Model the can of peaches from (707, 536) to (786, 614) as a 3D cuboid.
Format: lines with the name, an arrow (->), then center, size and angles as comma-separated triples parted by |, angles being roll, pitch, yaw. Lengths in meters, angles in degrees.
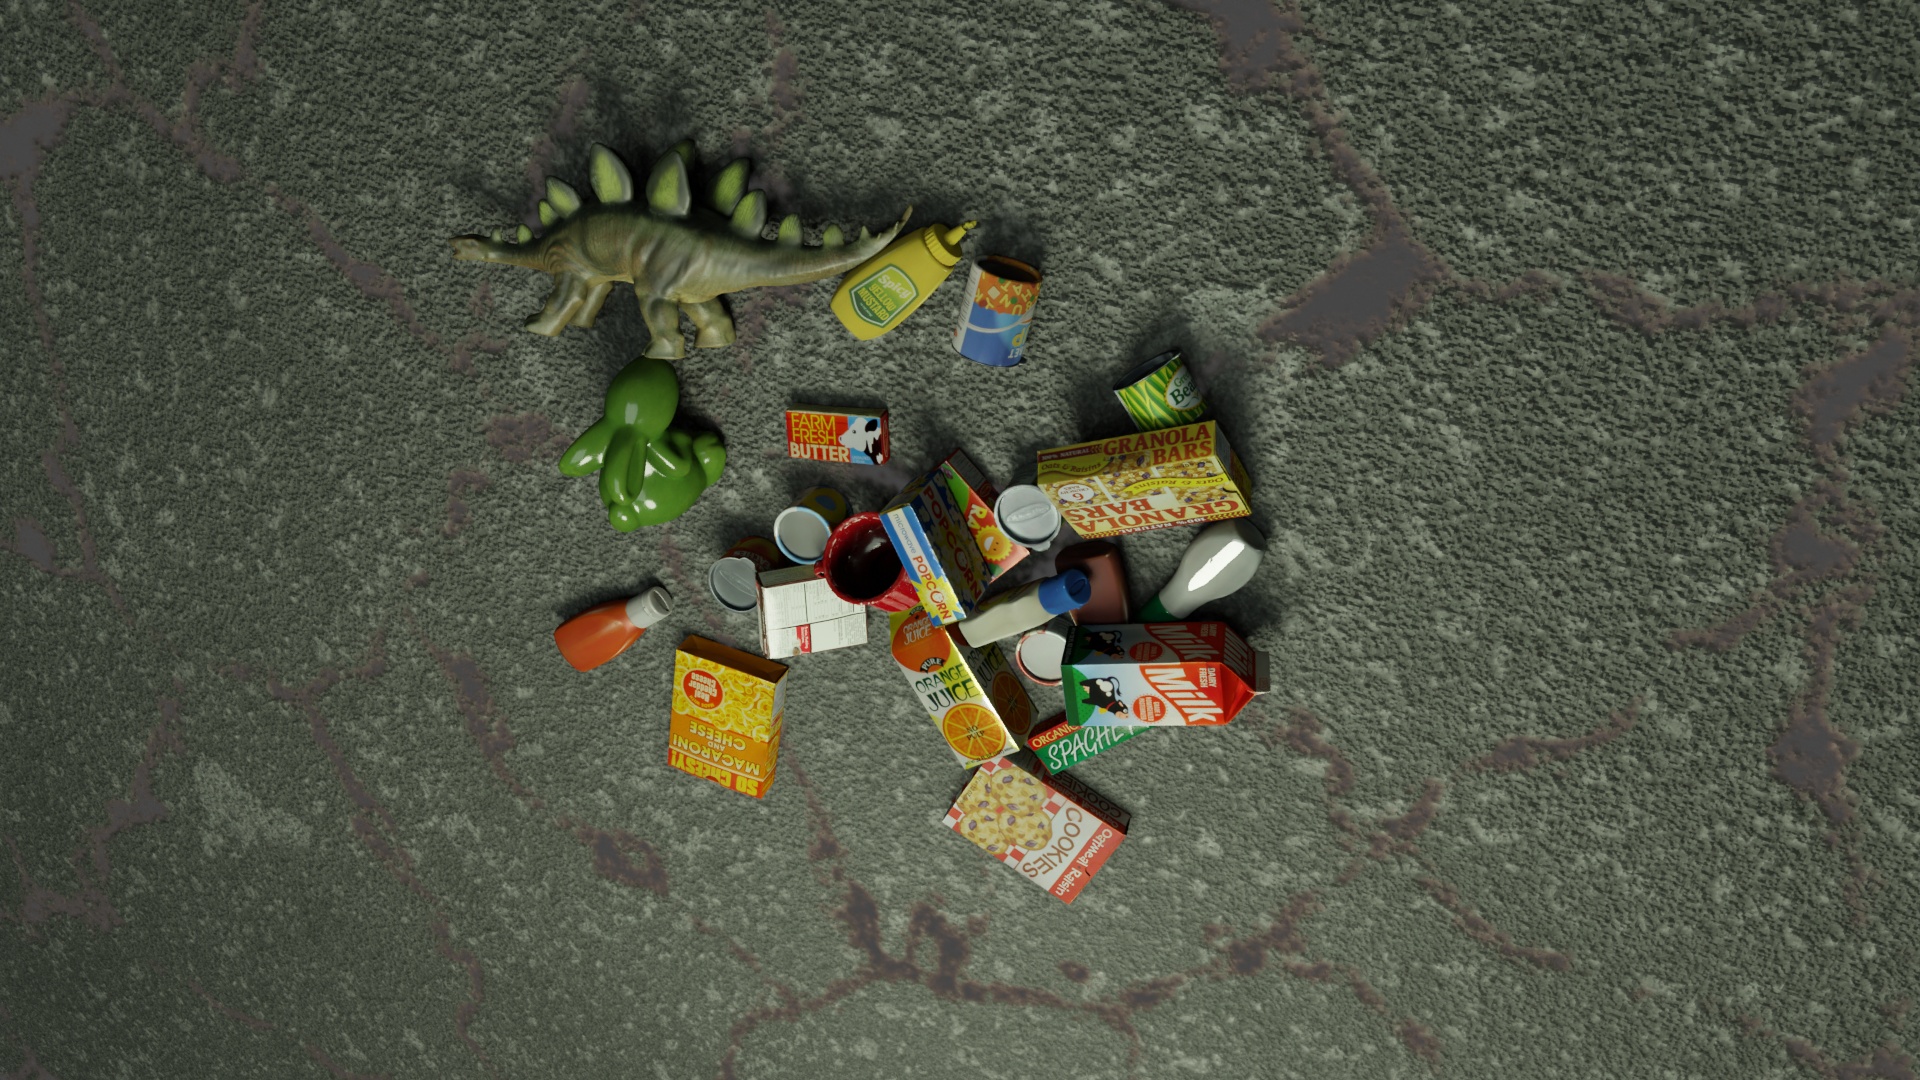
can of peaches -> -0.224, 0.034, 1.472 | 0.071, 0.058, 0.071 | 8, 116, 17

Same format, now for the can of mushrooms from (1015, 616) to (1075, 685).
can of mushrooms -> 0.090, 0.114, 1.412 | 0.071, 0.033, 0.070 | 8, 117, 15

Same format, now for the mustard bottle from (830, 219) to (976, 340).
mustard bottle -> -0.048, -0.248, 1.276 | 0.159, 0.049, 0.065 | -33, 112, 30

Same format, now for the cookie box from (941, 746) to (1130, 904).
cookie box -> 0.081, 0.302, 1.501 | 0.167, 0.040, 0.122 | 33, 121, 2

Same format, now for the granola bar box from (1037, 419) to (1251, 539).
granola bar box -> 0.168, -0.051, 1.261 | 0.165, 0.039, 0.124 | -9, 153, 23

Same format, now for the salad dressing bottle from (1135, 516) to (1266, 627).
salad dressing bottle -> 0.225, 0.039, 1.322 | 0.064, 0.044, 0.147 | 38, 123, -7

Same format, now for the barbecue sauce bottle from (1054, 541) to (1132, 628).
barbecue sauce bottle -> 0.141, 0.076, 1.369 | 0.065, 0.044, 0.148 | -6, 113, 30

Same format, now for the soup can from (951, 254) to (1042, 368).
soup can -> 0.036, -0.207, 1.259 | 0.071, 0.072, 0.083 | 21, 119, 9

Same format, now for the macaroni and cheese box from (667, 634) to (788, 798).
macaroni and cheese box -> -0.267, 0.202, 1.578 | 0.124, 0.040, 0.165 | 17, 119, 12

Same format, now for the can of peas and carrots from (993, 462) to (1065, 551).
can of peas and carrots -> 0.073, -0.033, 1.332 | 0.071, 0.059, 0.070 | 8, 118, 16

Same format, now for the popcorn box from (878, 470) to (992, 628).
popcorn box -> -0.022, 0.007, 1.324 | 0.038, 0.085, 0.126 | -18, 106, 26

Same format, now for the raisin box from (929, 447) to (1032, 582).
raisin box -> 0.005, -0.017, 1.376 | 0.085, 0.040, 0.123 | -39, 96, 30

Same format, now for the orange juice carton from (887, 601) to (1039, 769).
orange juice carton -> -0.004, 0.132, 1.431 | 0.071, 0.073, 0.192 | -25, 104, 29

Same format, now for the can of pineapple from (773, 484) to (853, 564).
can of pineapple -> -0.149, -0.015, 1.421 | 0.071, 0.058, 0.070 | 8, 117, 16

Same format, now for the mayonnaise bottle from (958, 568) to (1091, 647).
mayonnaise bottle -> 0.065, 0.064, 1.357 | 0.147, 0.065, 0.041 | -25, 100, 47

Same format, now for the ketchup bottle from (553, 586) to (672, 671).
ketchup bottle -> -0.390, 0.096, 1.569 | 0.148, 0.044, 0.064 | -26, 105, 28

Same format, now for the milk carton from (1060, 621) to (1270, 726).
milk carton -> 0.195, 0.126, 1.313 | 0.190, 0.073, 0.073 | -3, 118, 13

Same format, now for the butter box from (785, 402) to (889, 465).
butter box -> -0.122, -0.107, 1.388 | 0.103, 0.024, 0.053 | 6, 116, 17

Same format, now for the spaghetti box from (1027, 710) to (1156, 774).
spaghetti box -> 0.177, 0.168, 1.409 | 0.249, 0.029, 0.050 | -31, 100, 29

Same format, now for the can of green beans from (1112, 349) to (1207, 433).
can of green beans -> 0.179, -0.129, 1.244 | 0.071, 0.071, 0.057 | -27, 104, 28
